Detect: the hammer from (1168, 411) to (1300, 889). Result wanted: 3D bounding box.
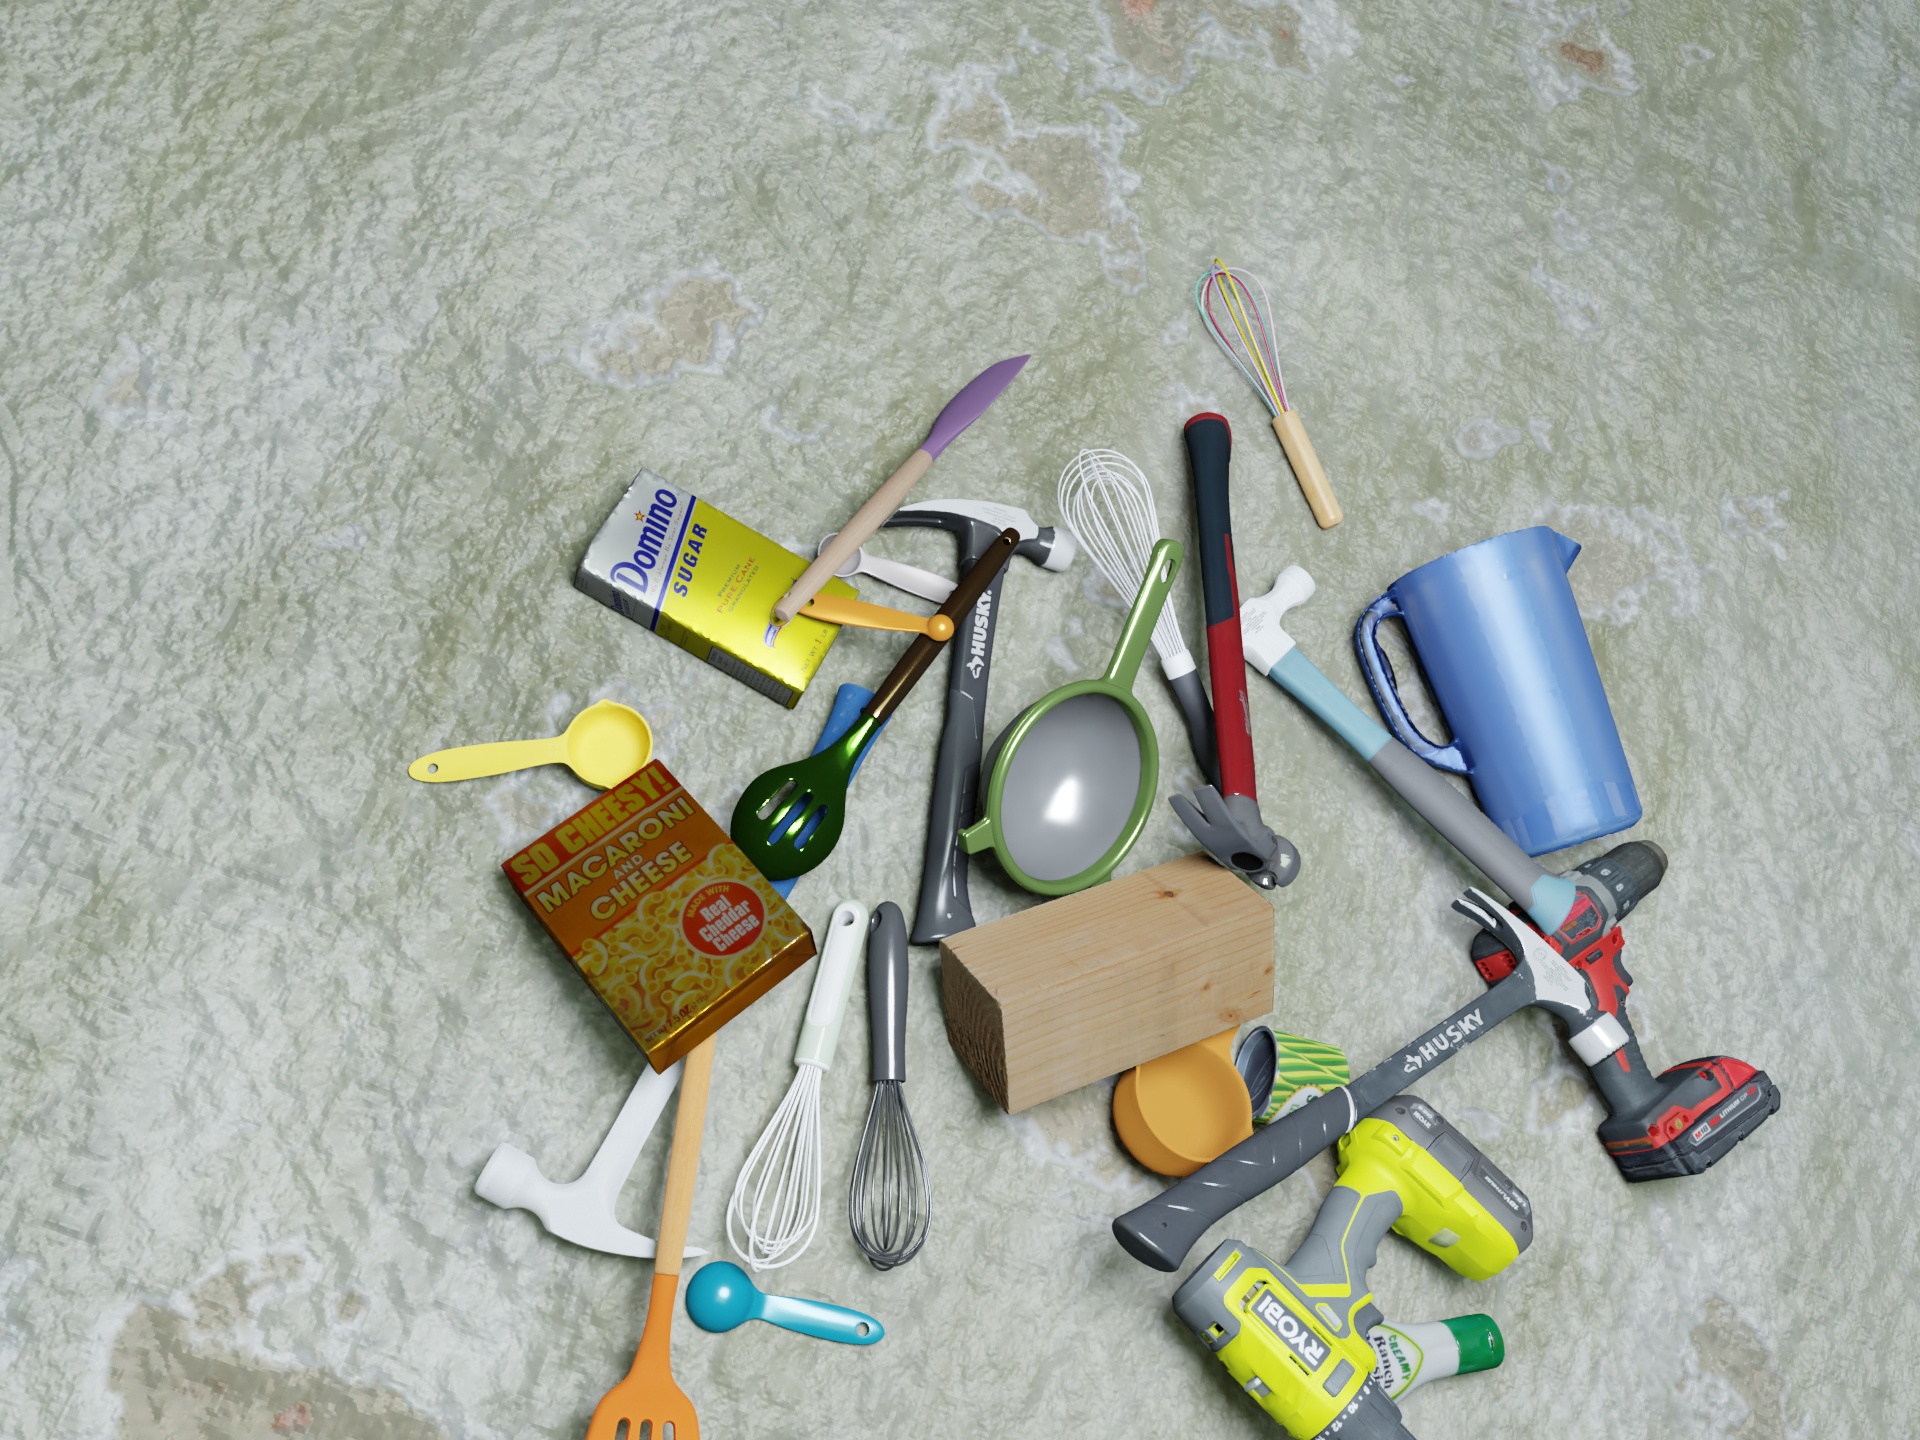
[{"bbox_3d":[0.185,-0.077,1.158,0.143,0.038,0.387,38,43,-46],"label":"hammer"}]

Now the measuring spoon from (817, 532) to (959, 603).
[{"bbox_3d":[-0.049,-0.105,1.172,0.124,0.018,0.034,18,68,-19],"label":"measuring spoon"}]

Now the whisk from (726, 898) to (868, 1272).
[{"bbox_3d":[-0.098,0.229,1.025,0.058,0.059,0.246,7,63,14],"label":"whisk"}]

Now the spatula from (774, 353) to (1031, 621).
[{"bbox_3d":[-0.042,-0.176,1.156,0.316,0.060,0.018,-53,123,-33],"label":"spatula"}]

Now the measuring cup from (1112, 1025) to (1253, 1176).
[{"bbox_3d":[0.165,0.239,1.107,0.095,0.052,0.174,35,47,0],"label":"measuring cup"}]

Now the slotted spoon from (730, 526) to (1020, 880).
[{"bbox_3d":[-0.048,-0.021,1.086,0.070,0.031,0.314,38,67,-2],"label":"slotted spoon"}]

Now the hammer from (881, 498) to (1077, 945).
[{"bbox_3d":[-0.002,-0.004,1.134,0.146,0.035,0.335,15,70,-21],"label":"hammer"}]

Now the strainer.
[{"bbox_3d":[0.081,-0.009,1.093,0.151,0.069,0.256,25,86,-41],"label":"strainer"}]

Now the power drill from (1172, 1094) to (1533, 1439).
[{"bbox_3d":[0.274,0.375,1.042,0.191,0.080,0.228,43,55,16],"label":"power drill"}]

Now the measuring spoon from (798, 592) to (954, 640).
[{"bbox_3d":[-0.062,-0.074,1.091,0.117,0.011,0.021,11,61,0],"label":"measuring spoon"}]

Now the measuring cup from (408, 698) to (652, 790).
[{"bbox_3d":[-0.281,0.025,1.050,0.156,0.029,0.062,-8,74,-8],"label":"measuring cup"}]

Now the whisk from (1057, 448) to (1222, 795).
[{"bbox_3d":[0.149,-0.071,1.184,0.070,0.070,0.284,-26,95,-24],"label":"whisk"}]

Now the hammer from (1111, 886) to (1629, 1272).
[{"bbox_3d":[0.267,0.245,1.061,0.409,0.036,0.149,-23,66,-27],"label":"hammer"}]

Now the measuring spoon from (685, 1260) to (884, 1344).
[{"bbox_3d":[-0.106,0.367,0.987,0.128,0.021,0.042,17,68,-11],"label":"measuring spoon"}]

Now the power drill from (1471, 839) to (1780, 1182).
[{"bbox_3d":[0.516,0.213,1.212,0.188,0.080,0.227,-27,79,-24],"label":"power drill"}]

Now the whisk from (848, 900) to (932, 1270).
[{"bbox_3d":[-0.046,0.234,1.040,0.055,0.055,0.239,5,67,-16],"label":"whisk"}]

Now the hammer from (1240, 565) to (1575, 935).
[{"bbox_3d":[0.327,0.030,1.196,0.128,0.033,0.331,-41,75,-17],"label":"hammer"}]

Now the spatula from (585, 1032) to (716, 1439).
[{"bbox_3d":[-0.168,0.302,0.940,0.081,0.041,0.323,11,68,-13],"label":"spatula"}]

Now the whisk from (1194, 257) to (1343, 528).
[{"bbox_3d":[0.256,-0.270,1.307,0.051,0.047,0.245,-19,82,-24],"label":"whisk"}]

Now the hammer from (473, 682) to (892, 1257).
[{"bbox_3d":[-0.145,0.153,1.040,0.144,0.035,0.406,30,66,-6],"label":"hammer"}]
